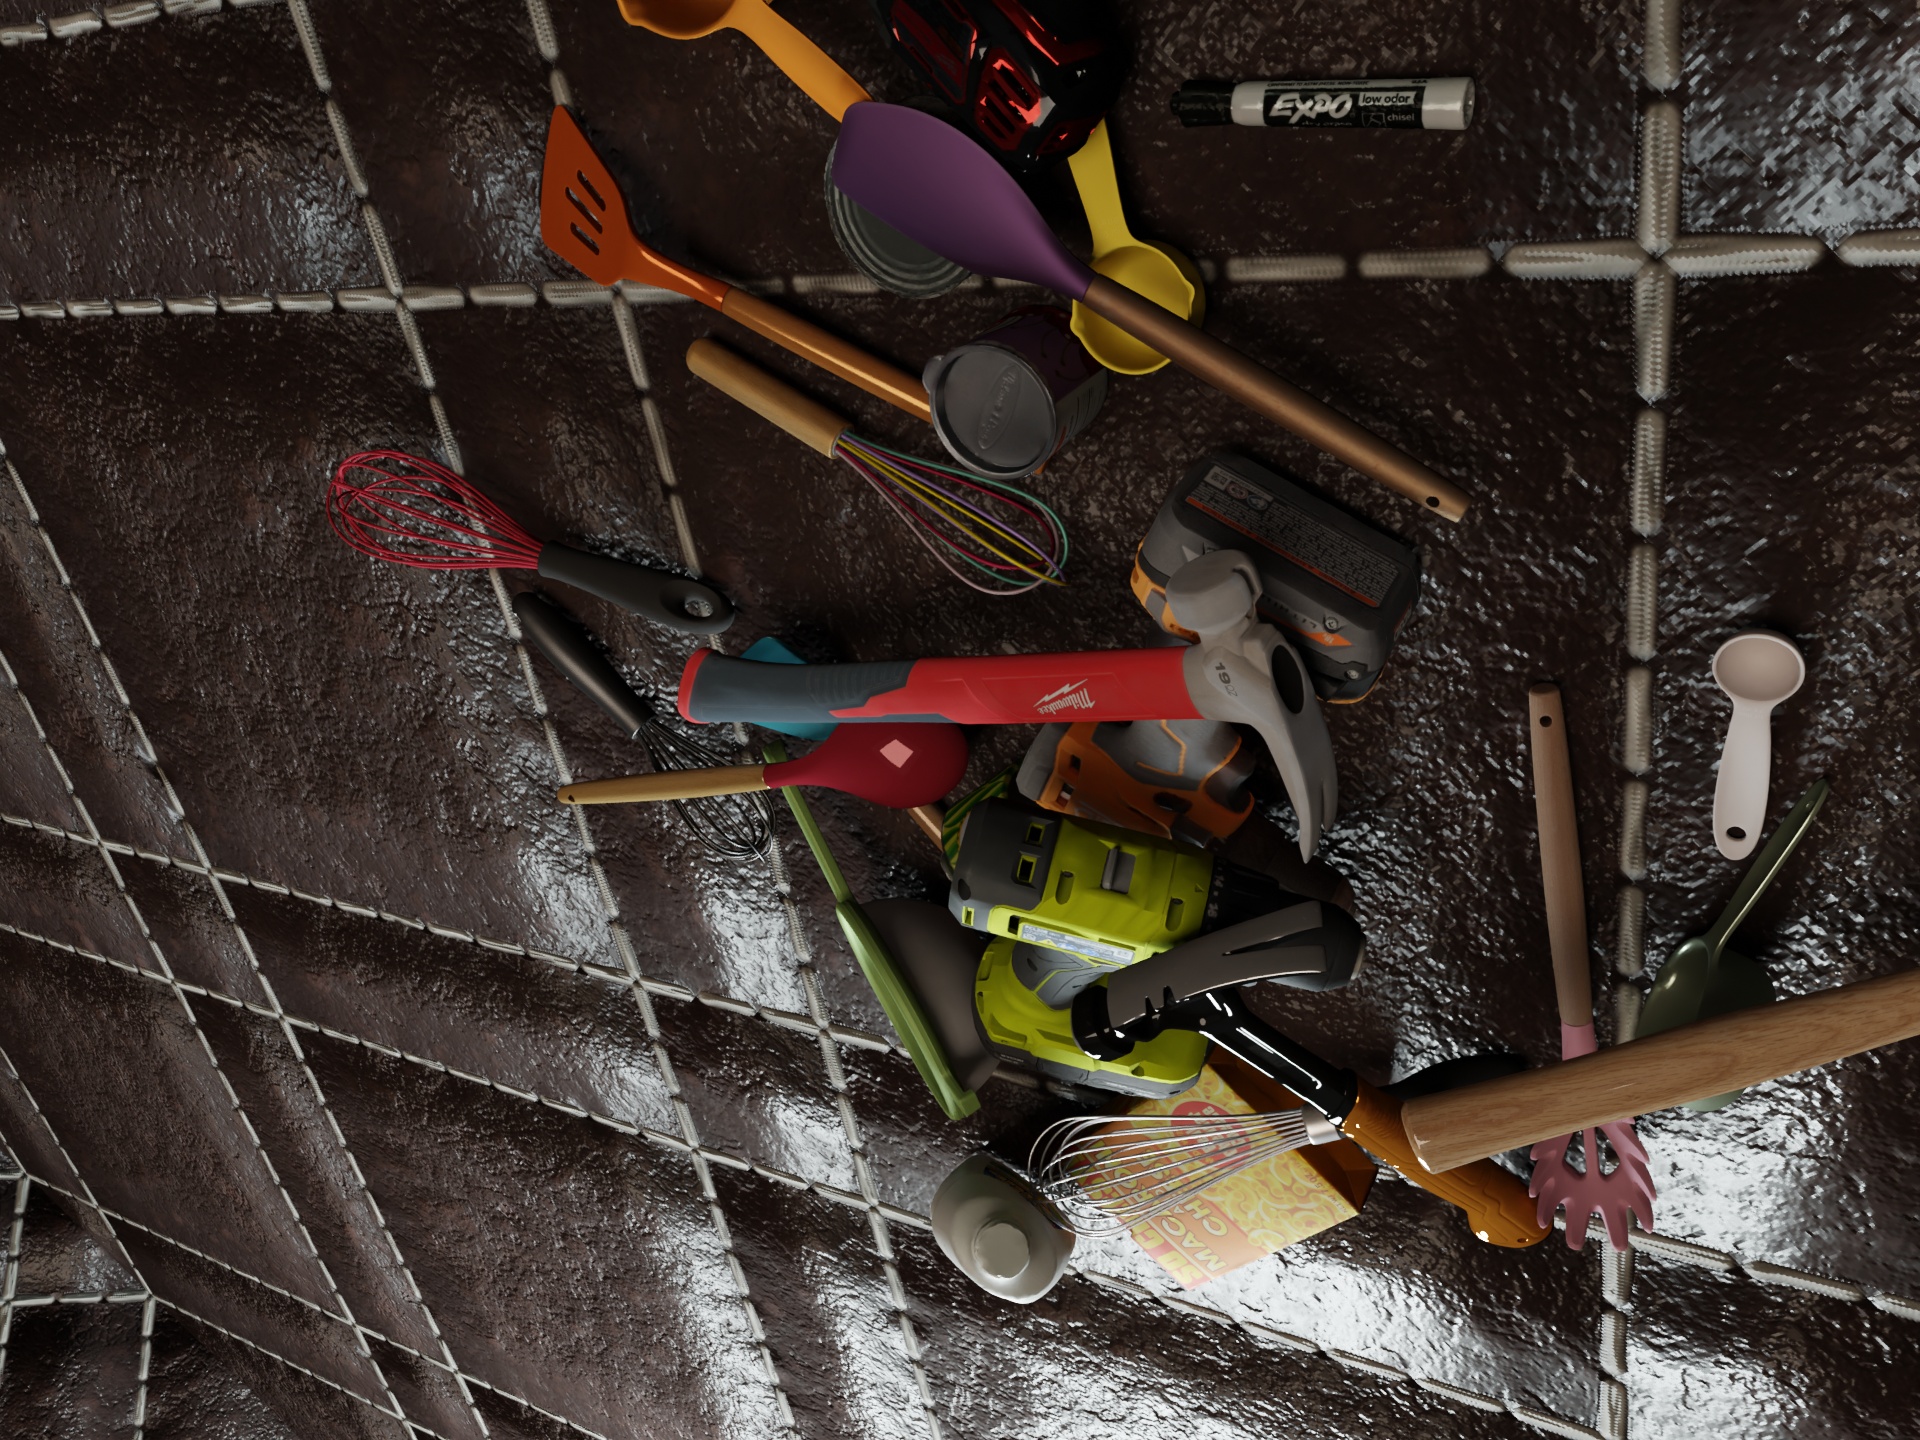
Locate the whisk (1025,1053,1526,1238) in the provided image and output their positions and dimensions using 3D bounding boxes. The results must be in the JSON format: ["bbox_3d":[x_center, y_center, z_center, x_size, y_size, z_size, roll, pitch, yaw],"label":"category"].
[{"bbox_3d":[0.166,0.227,0.869,0.284,0.070,0.070,-19,110,18],"label":"whisk"}]

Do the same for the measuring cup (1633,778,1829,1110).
[{"bbox_3d":[0.353,0.102,0.705,0.038,0.083,0.167,23,116,8],"label":"measuring cup"}]

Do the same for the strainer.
[{"bbox_3d":[-0.037,0.116,0.978,0.256,0.069,0.151,62,170,5],"label":"strainer"}]

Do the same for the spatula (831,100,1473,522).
[{"bbox_3d":[0.078,-0.173,0.676,0.316,0.018,0.059,33,140,7],"label":"spatula"}]

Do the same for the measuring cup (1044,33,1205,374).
[{"bbox_3d":[0.067,-0.230,0.694,0.062,0.029,0.156,-9,103,35],"label":"measuring cup"}]

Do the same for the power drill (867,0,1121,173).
[{"bbox_3d":[0.026,-0.348,0.596,0.188,0.080,0.226,49,137,4],"label":"power drill"}]

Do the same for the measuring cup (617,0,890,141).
[{"bbox_3d":[-0.085,-0.325,0.707,0.173,0.052,0.095,43,134,-1],"label":"measuring cup"}]

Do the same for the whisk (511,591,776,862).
[{"bbox_3d":[-0.205,0.003,1.021,0.239,0.055,0.055,45,134,5],"label":"whisk"}]

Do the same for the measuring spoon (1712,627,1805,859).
[{"bbox_3d":[0.338,0.010,0.681,0.034,0.018,0.124,10,132,28],"label":"measuring spoon"}]

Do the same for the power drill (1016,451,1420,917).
[{"bbox_3d":[0.139,0.005,0.768,0.185,0.084,0.226,32,137,10],"label":"power drill"}]

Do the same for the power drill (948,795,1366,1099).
[{"bbox_3d":[0.090,0.123,0.815,0.190,0.080,0.228,14,153,5],"label":"power drill"}]

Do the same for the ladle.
[{"bbox_3d":[-0.132,0.033,0.946,0.315,0.031,0.069,-7,118,35],"label":"ladle"}]

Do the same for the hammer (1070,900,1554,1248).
[{"bbox_3d":[0.206,0.189,0.775,0.127,0.034,0.336,-29,131,32],"label":"hammer"}]

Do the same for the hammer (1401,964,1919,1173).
[{"bbox_3d":[0.349,0.131,0.658,0.331,0.031,0.130,-22,107,18],"label":"hammer"}]

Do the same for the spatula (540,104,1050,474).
[{"bbox_3d":[-0.093,-0.209,0.815,0.322,0.041,0.081,29,132,9],"label":"spatula"}]

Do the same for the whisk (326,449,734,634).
[{"bbox_3d":[-0.270,-0.106,0.981,0.296,0.073,0.073,19,129,16],"label":"whisk"}]

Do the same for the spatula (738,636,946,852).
[{"bbox_3d":[-0.015,0.074,0.942,0.317,0.044,0.082,47,133,-4],"label":"spatula"}]

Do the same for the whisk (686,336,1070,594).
[{"bbox_3d":[-0.045,-0.135,0.819,0.245,0.047,0.051,33,135,15],"label":"whisk"}]

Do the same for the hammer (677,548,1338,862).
[{"bbox_3d":[-0.001,-0.003,0.788,0.386,0.038,0.143,-1,126,42],"label":"hammer"}]

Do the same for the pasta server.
[{"bbox_3d":[0.297,0.127,0.771,0.060,0.040,0.316,-4,117,22],"label":"pasta server"}]
